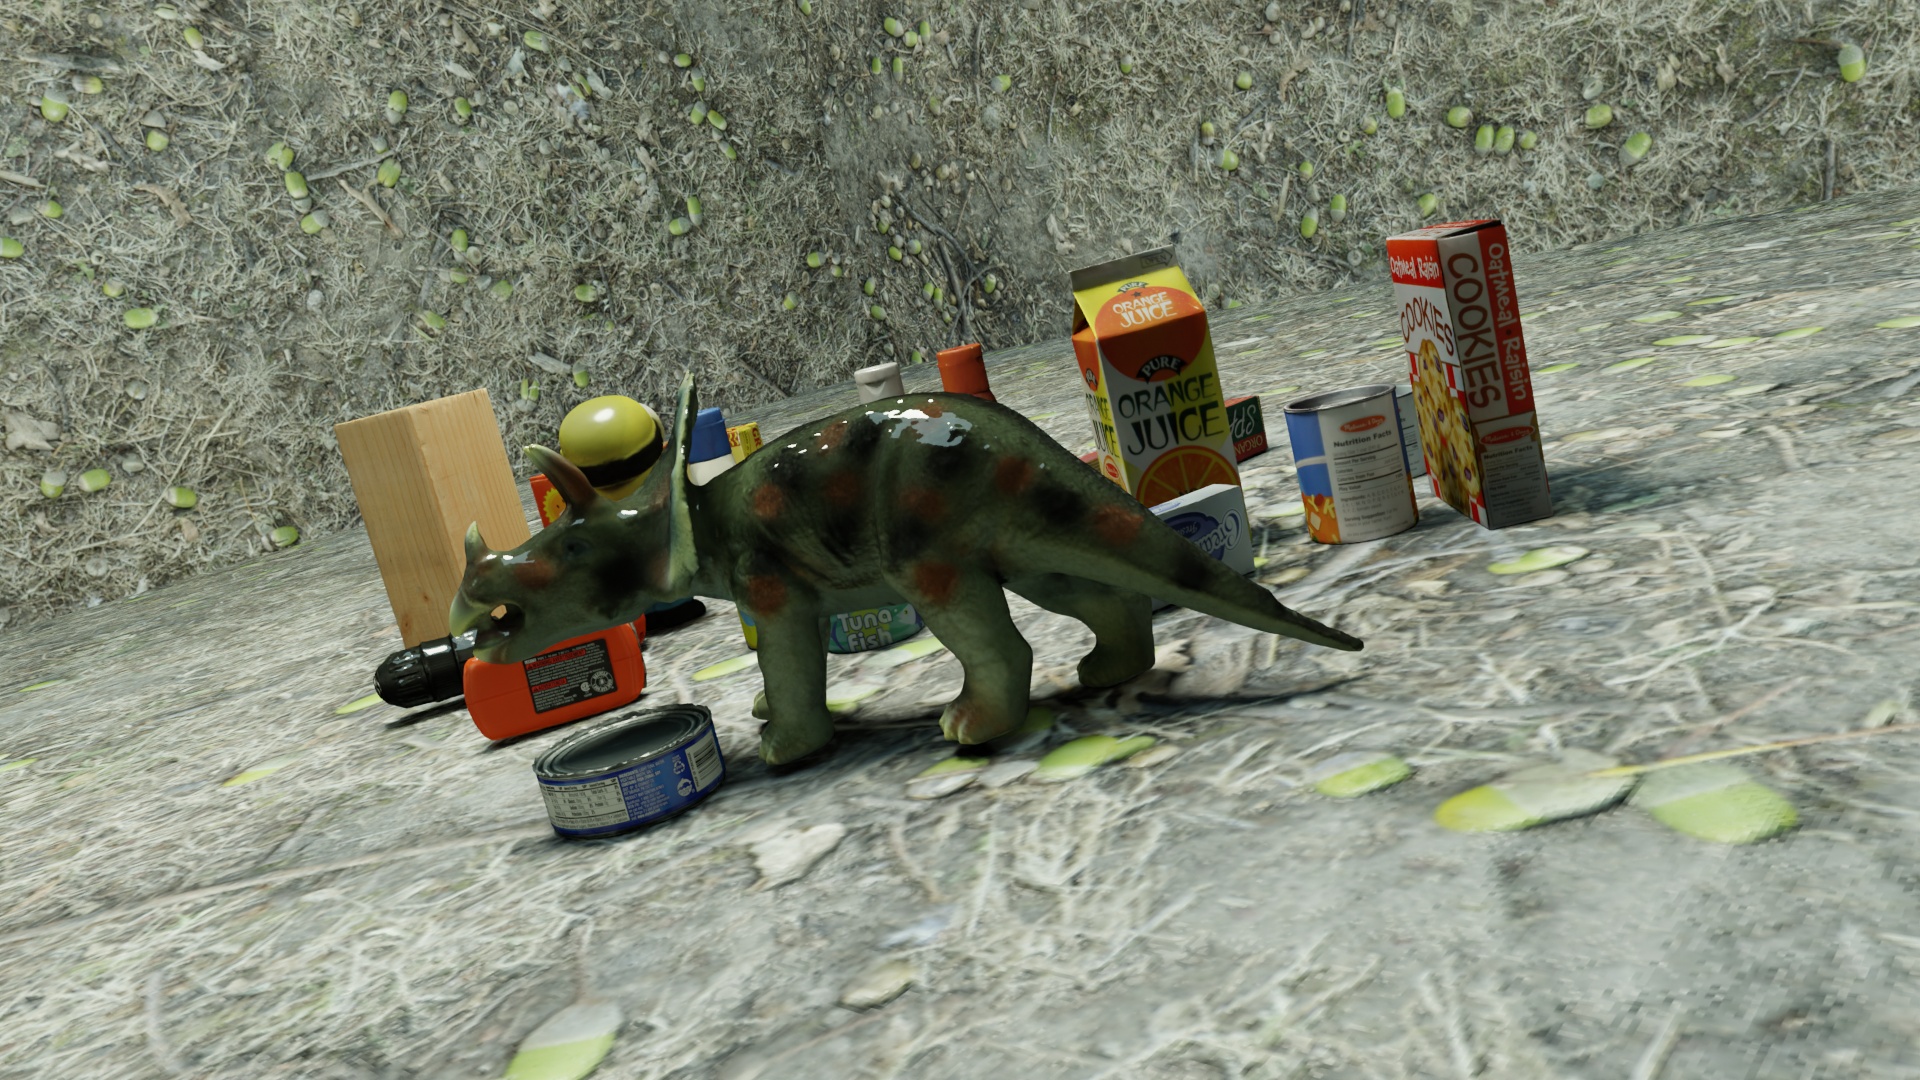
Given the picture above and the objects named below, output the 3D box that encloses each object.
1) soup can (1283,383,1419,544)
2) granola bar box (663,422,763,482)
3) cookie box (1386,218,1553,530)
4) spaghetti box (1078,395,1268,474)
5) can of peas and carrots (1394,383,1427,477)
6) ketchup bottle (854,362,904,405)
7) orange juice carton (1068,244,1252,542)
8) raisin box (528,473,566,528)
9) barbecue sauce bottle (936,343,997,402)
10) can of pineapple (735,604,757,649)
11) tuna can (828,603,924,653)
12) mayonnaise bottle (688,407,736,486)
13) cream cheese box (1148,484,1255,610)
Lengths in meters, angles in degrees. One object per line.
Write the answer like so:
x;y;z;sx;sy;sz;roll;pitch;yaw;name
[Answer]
0.235;-0.047;0.839;0.071;0.083;0.071;-13;10;3;soup can
-0.237;-0.027;1.215;0.165;0.124;0.039;-9;11;25;granola bar box
0.297;-0.102;0.817;0.040;0.167;0.123;-13;10;6;cookie box
0.160;-0.063;1.105;0.251;0.050;0.028;-22;14;-39;spaghetti box
0.293;-0.074;0.973;0.071;0.058;0.071;-13;11;3;can of peas and carrots
-0.051;-0.069;1.134;0.065;0.148;0.043;-12;10;9;ketchup bottle
0.122;-0.084;0.879;0.072;0.192;0.073;-15;10;-6;orange juice carton
-0.310;-0.005;1.196;0.086;0.123;0.040;-10;11;18;raisin box
0.015;-0.083;1.123;0.043;0.148;0.065;-9;11;24;barbecue sauce bottle
-0.116;0.035;0.923;0.071;0.057;0.071;-13;11;3;can of pineapple
-0.057;0.045;0.865;0.071;0.032;0.071;-13;11;3;tuna can
-0.191;-0.031;1.112;0.041;0.147;0.065;-16;11;-12;mayonnaise bottle
0.119;0.007;0.787;0.104;0.053;0.024;-19;12;-28;cream cheese box
